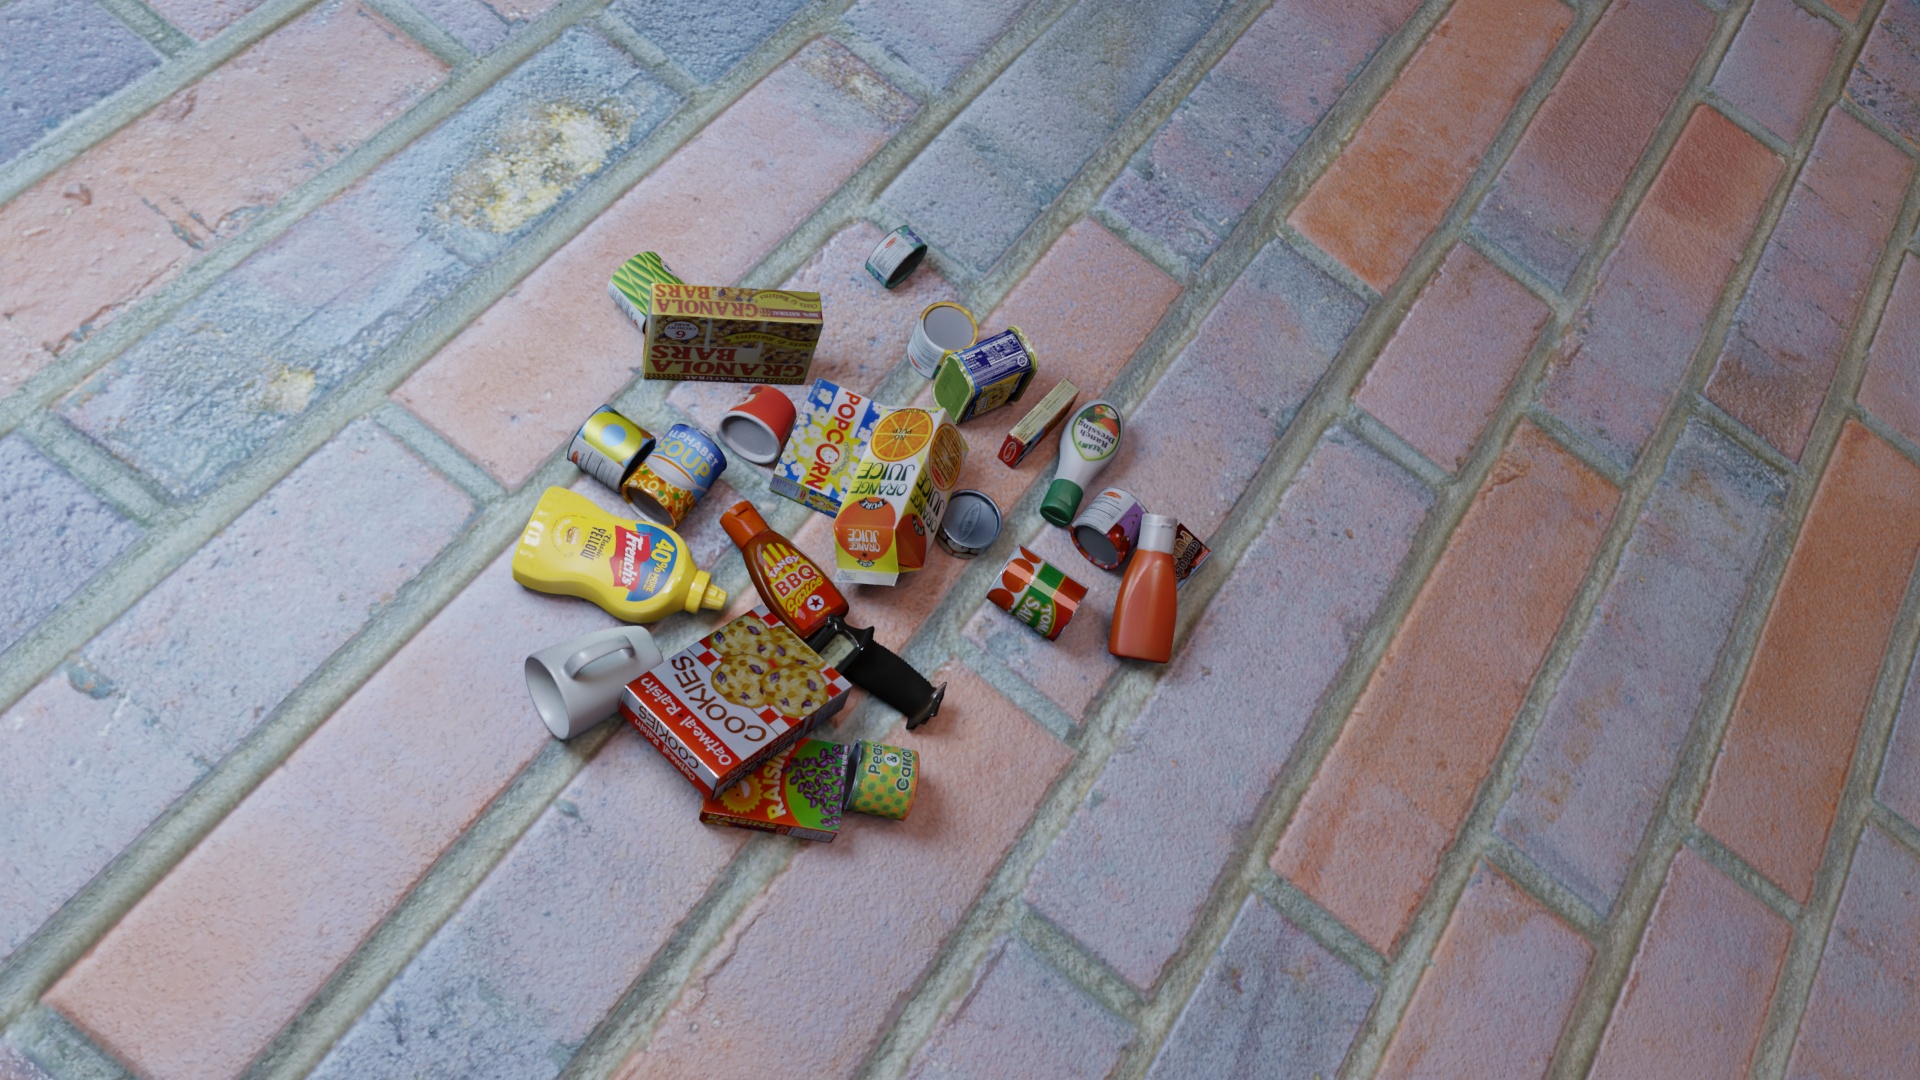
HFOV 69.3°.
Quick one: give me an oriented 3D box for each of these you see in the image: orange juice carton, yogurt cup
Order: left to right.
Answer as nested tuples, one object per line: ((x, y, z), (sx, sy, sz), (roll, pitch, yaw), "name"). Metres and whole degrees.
((-0.200, -0.119, 1.393), (0.072, 0.072, 0.054), (30, 53, -2), "yogurt cup")
((-0.063, -0.038, 1.375), (0.072, 0.072, 0.193), (4, 58, 28), "orange juice carton")

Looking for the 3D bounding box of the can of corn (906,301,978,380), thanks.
((-0.017, -0.216, 1.493), (0.071, 0.058, 0.071), (6, 65, -14), "can of corn")

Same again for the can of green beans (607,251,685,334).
((-0.317, -0.252, 1.417), (0.071, 0.071, 0.058), (-39, 81, -27), "can of green beans")

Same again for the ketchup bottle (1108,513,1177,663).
((0.192, 0.048, 1.412), (0.065, 0.043, 0.149), (10, 87, -15), "ketchup bottle")

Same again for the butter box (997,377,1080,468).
((0.084, -0.126, 1.485), (0.024, 0.053, 0.104), (40, 61, 7), "butter box")

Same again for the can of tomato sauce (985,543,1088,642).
((0.075, 0.053, 1.392), (0.083, 0.071, 0.071), (33, 61, 1), "can of tomato sauce")

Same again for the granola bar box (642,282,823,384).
((-0.230, -0.205, 1.388), (0.166, 0.123, 0.039), (0, 66, -16), "granola bar box")

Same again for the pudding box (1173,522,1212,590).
((0.220, 0.027, 1.468), (0.050, 0.030, 0.084), (45, 62, 6), "pudding box")

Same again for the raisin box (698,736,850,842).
((-0.168, 0.219, 1.259), (0.123, 0.040, 0.086), (12, 63, -12), "raisin box")

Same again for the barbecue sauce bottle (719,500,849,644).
((-0.175, 0.028, 1.343), (0.065, 0.043, 0.148), (-35, 79, -25), "barbecue sauce bottle")

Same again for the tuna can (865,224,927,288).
((-0.069, -0.309, 1.519), (0.033, 0.070, 0.071), (46, 62, 5), "tuna can")

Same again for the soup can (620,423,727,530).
((-0.276, -0.062, 1.338), (0.071, 0.071, 0.084), (34, 62, 0), "soup can")

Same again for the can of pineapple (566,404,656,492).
((-0.334, -0.090, 1.337), (0.058, 0.070, 0.071), (34, 61, 0), "can of pineapple")

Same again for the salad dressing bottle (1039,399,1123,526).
((0.128, -0.083, 1.483), (0.064, 0.043, 0.148), (28, 62, -4), "salad dressing bottle")

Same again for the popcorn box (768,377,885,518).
((-0.131, -0.094, 1.415), (0.085, 0.038, 0.127), (23, 62, -6), "popcorn box")

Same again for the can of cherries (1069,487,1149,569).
((0.157, -0.010, 1.448), (0.071, 0.071, 0.058), (41, 62, 4), "can of cherries")

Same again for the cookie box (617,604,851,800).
((-0.201, 0.142, 1.247), (0.123, 0.040, 0.168), (40, 45, 18), "cookie box")

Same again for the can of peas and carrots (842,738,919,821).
((-0.073, 0.218, 1.270), (0.059, 0.070, 0.071), (13, 63, -11), "can of peas and carrots")

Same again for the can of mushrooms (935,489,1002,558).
((0.005, -0.018, 1.423), (0.071, 0.033, 0.071), (6, 65, -14), "can of mushrooms")
